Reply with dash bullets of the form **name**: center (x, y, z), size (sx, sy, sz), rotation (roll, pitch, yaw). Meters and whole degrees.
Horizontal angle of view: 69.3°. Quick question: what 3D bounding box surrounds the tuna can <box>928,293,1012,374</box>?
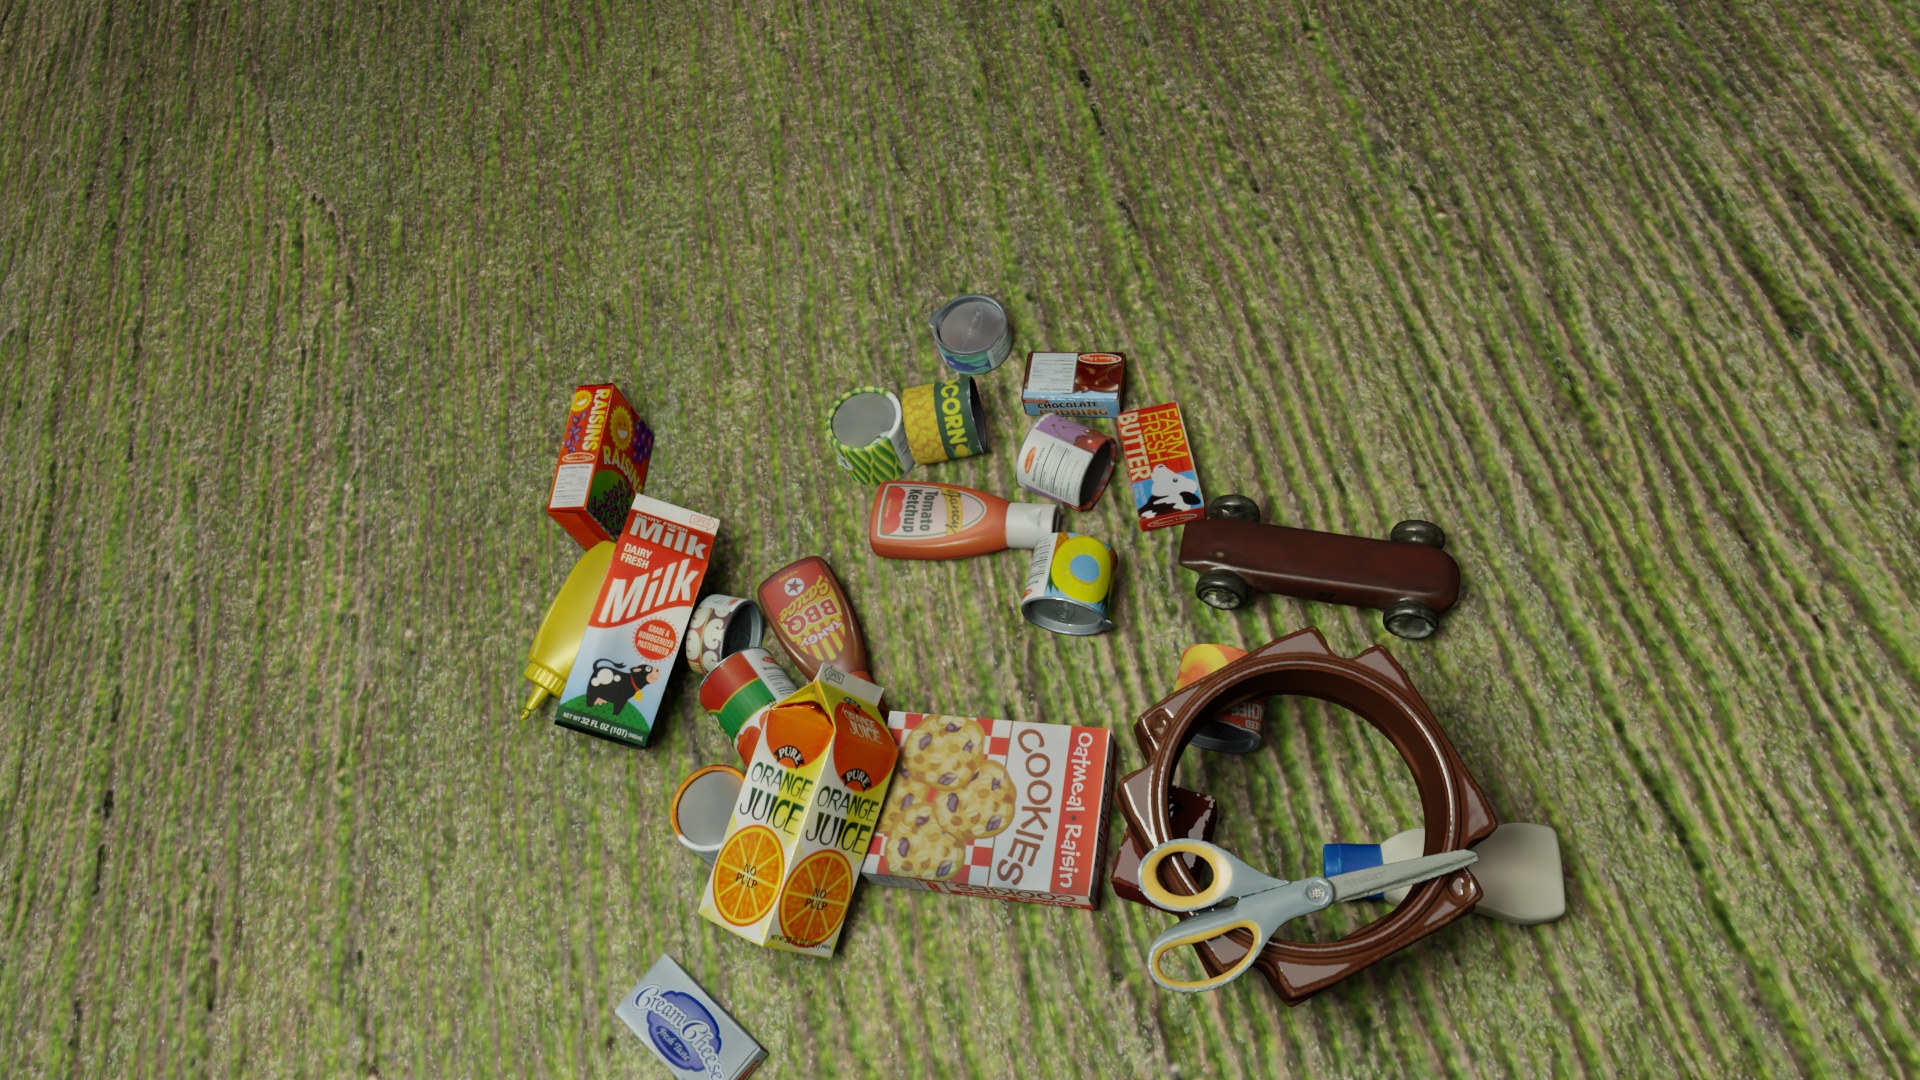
- **tuna can**: center (0.009, -0.180, 1.212), size (0.071, 0.032, 0.071), rotation (-5, 61, 10)

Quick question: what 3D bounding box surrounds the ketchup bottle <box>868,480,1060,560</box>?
- **ketchup bottle**: center (0.004, -0.014, 1.117), size (0.149, 0.043, 0.065), rotation (3, 63, 14)

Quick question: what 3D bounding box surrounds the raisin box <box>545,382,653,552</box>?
- **raisin box**: center (-0.306, -0.060, 1.188), size (0.040, 0.085, 0.124), rotation (-2, 62, 14)

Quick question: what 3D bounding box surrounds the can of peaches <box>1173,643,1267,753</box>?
- **can of peaches**: center (0.187, 0.113, 0.991), size (0.071, 0.071, 0.058), rotation (9, 64, 17)

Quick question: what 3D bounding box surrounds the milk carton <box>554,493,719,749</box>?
- **milk carton**: center (-0.251, 0.061, 1.086), size (0.072, 0.073, 0.191), rotation (19, 75, -12)

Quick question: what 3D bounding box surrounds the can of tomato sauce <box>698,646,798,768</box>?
- **can of tomato sauce**: center (-0.151, 0.135, 1.058), size (0.071, 0.071, 0.083), rotation (-38, 61, -9)

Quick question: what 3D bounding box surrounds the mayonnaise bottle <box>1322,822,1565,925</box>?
- **mayonnaise bottle**: center (0.317, 0.219, 0.919), size (0.148, 0.041, 0.065), rotation (-2, 65, 13)

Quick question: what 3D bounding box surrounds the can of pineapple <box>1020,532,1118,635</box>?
- **can of pineapple**: center (0.085, 0.034, 1.059), size (0.071, 0.070, 0.058), rotation (6, 64, 16)

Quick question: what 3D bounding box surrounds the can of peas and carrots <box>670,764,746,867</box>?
- **can of peas and carrots**: center (-0.174, 0.203, 1.029), size (0.071, 0.058, 0.071), rotation (-5, 61, 10)

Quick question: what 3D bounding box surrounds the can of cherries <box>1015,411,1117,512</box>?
- **can of cherries**: center (0.086, -0.064, 1.113), size (0.058, 0.071, 0.072), rotation (24, 70, 23)

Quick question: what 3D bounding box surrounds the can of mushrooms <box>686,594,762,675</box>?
- **can of mushrooms**: center (-0.187, 0.079, 1.097), size (0.033, 0.070, 0.071), rotation (10, 65, 18)

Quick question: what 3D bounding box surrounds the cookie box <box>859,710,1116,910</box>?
- **cookie box**: center (0.022, 0.193, 1.002), size (0.167, 0.040, 0.123), rotation (2, 63, 15)

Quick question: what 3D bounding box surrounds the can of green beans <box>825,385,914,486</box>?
- **can of green beans**: center (-0.075, -0.088, 1.166), size (0.071, 0.057, 0.071), rotation (-6, 61, 10)

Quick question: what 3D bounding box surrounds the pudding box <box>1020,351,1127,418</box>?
- **pudding box**: center (0.096, -0.131, 1.167), size (0.084, 0.030, 0.050), rotation (2, 61, 14)

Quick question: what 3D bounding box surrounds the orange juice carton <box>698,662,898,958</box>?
- **orange juice carton**: center (-0.106, 0.186, 0.982), size (0.073, 0.071, 0.193), rotation (9, 76, 42)

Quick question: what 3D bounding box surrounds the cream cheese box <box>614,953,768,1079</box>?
- **cream cheese box**: center (-0.190, 0.345, 0.975), size (0.104, 0.024, 0.053), rotation (35, 74, 27)

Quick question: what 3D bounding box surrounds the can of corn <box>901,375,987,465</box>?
- **can of corn**: center (-0.013, -0.099, 1.151), size (0.058, 0.071, 0.071), rotation (-10, 60, 9)

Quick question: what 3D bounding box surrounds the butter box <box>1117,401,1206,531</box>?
- **butter box**: center (0.161, -0.060, 1.117), size (0.053, 0.024, 0.104), rotation (-12, 60, 6)

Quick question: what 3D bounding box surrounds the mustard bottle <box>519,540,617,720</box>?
- **mustard bottle**: center (-0.313, 0.078, 1.135), size (0.065, 0.048, 0.161), rotation (25, 70, 19)

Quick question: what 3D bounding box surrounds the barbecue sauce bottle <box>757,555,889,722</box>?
- **barbecue sauce bottle**: center (-0.103, 0.084, 1.087), size (0.065, 0.043, 0.149), rotation (-29, 60, -6)
